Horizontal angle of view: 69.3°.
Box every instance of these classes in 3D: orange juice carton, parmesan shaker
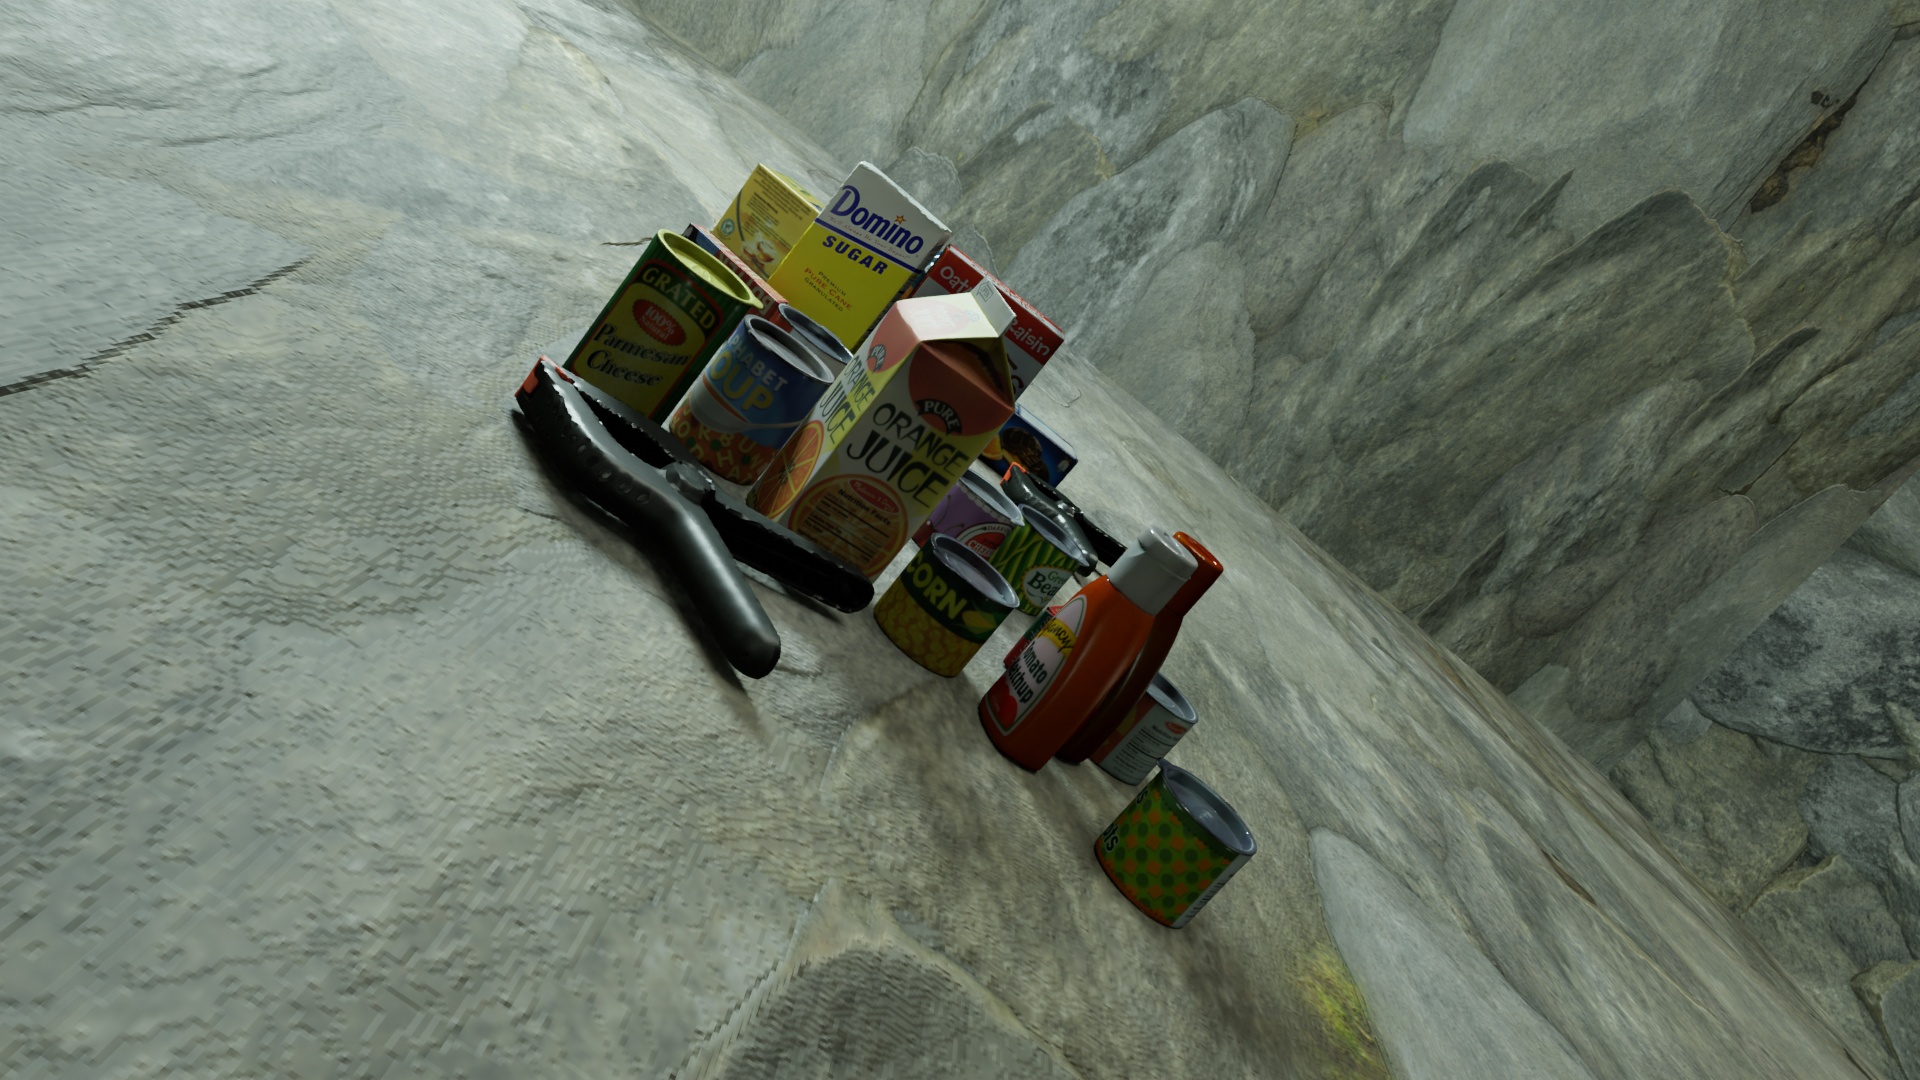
[{"bbox_3d":[-0.036,-0.065,0.799,0.073,0.192,0.072,33,15,-26],"label":"orange juice carton"},{"bbox_3d":[-0.171,-0.114,0.791,0.071,0.103,0.071,37,14,-10],"label":"parmesan shaker"}]

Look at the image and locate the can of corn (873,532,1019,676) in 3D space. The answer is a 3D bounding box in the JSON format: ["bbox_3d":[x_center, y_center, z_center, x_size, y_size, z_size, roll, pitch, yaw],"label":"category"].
[{"bbox_3d":[-0.010,0.038,0.822,0.071,0.058,0.071,37,14,-10],"label":"can of corn"}]

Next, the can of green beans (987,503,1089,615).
[{"bbox_3d":[0.052,0.015,1.056,0.071,0.057,0.071,37,14,-10],"label":"can of green beans"}]

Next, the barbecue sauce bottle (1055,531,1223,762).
[{"bbox_3d":[0.097,0.061,0.836,0.043,0.148,0.065,22,22,-53],"label":"barbecue sauce bottle"}]

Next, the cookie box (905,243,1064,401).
[{"bbox_3d":[-0.012,-0.145,1.164,0.123,0.167,0.040,36,14,-13],"label":"cookie box"}]

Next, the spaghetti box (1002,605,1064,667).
[{"bbox_3d":[0.097,0.072,1.008,0.029,0.050,0.250,44,14,17],"label":"spaghetti box"}]

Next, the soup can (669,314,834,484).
[{"bbox_3d":[-0.130,-0.086,0.850,0.071,0.083,0.071,37,14,-10],"label":"soup can"}]

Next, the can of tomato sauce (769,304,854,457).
[{"bbox_3d":[-0.120,-0.108,0.945,0.071,0.083,0.071,37,14,-10],"label":"can of tomato sauce"}]

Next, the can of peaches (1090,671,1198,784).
[{"bbox_3d":[0.108,0.112,0.892,0.071,0.058,0.071,37,14,-10],"label":"can of peaches"}]

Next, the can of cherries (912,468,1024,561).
[{"bbox_3d":[0.004,-0.013,1.017,0.071,0.058,0.072,37,14,-10],"label":"can of cherries"}]

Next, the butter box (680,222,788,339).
[{"bbox_3d":[-0.193,-0.204,1.124,0.103,0.053,0.024,42,13,10],"label":"butter box"}]

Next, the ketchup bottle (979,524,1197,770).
[{"bbox_3d":[0.073,0.058,0.784,0.043,0.148,0.065,34,14,-24],"label":"ketchup bottle"}]

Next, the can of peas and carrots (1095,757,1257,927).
[{"bbox_3d":[0.114,0.162,0.747,0.071,0.058,0.071,37,14,-10],"label":"can of peas and carrots"}]
